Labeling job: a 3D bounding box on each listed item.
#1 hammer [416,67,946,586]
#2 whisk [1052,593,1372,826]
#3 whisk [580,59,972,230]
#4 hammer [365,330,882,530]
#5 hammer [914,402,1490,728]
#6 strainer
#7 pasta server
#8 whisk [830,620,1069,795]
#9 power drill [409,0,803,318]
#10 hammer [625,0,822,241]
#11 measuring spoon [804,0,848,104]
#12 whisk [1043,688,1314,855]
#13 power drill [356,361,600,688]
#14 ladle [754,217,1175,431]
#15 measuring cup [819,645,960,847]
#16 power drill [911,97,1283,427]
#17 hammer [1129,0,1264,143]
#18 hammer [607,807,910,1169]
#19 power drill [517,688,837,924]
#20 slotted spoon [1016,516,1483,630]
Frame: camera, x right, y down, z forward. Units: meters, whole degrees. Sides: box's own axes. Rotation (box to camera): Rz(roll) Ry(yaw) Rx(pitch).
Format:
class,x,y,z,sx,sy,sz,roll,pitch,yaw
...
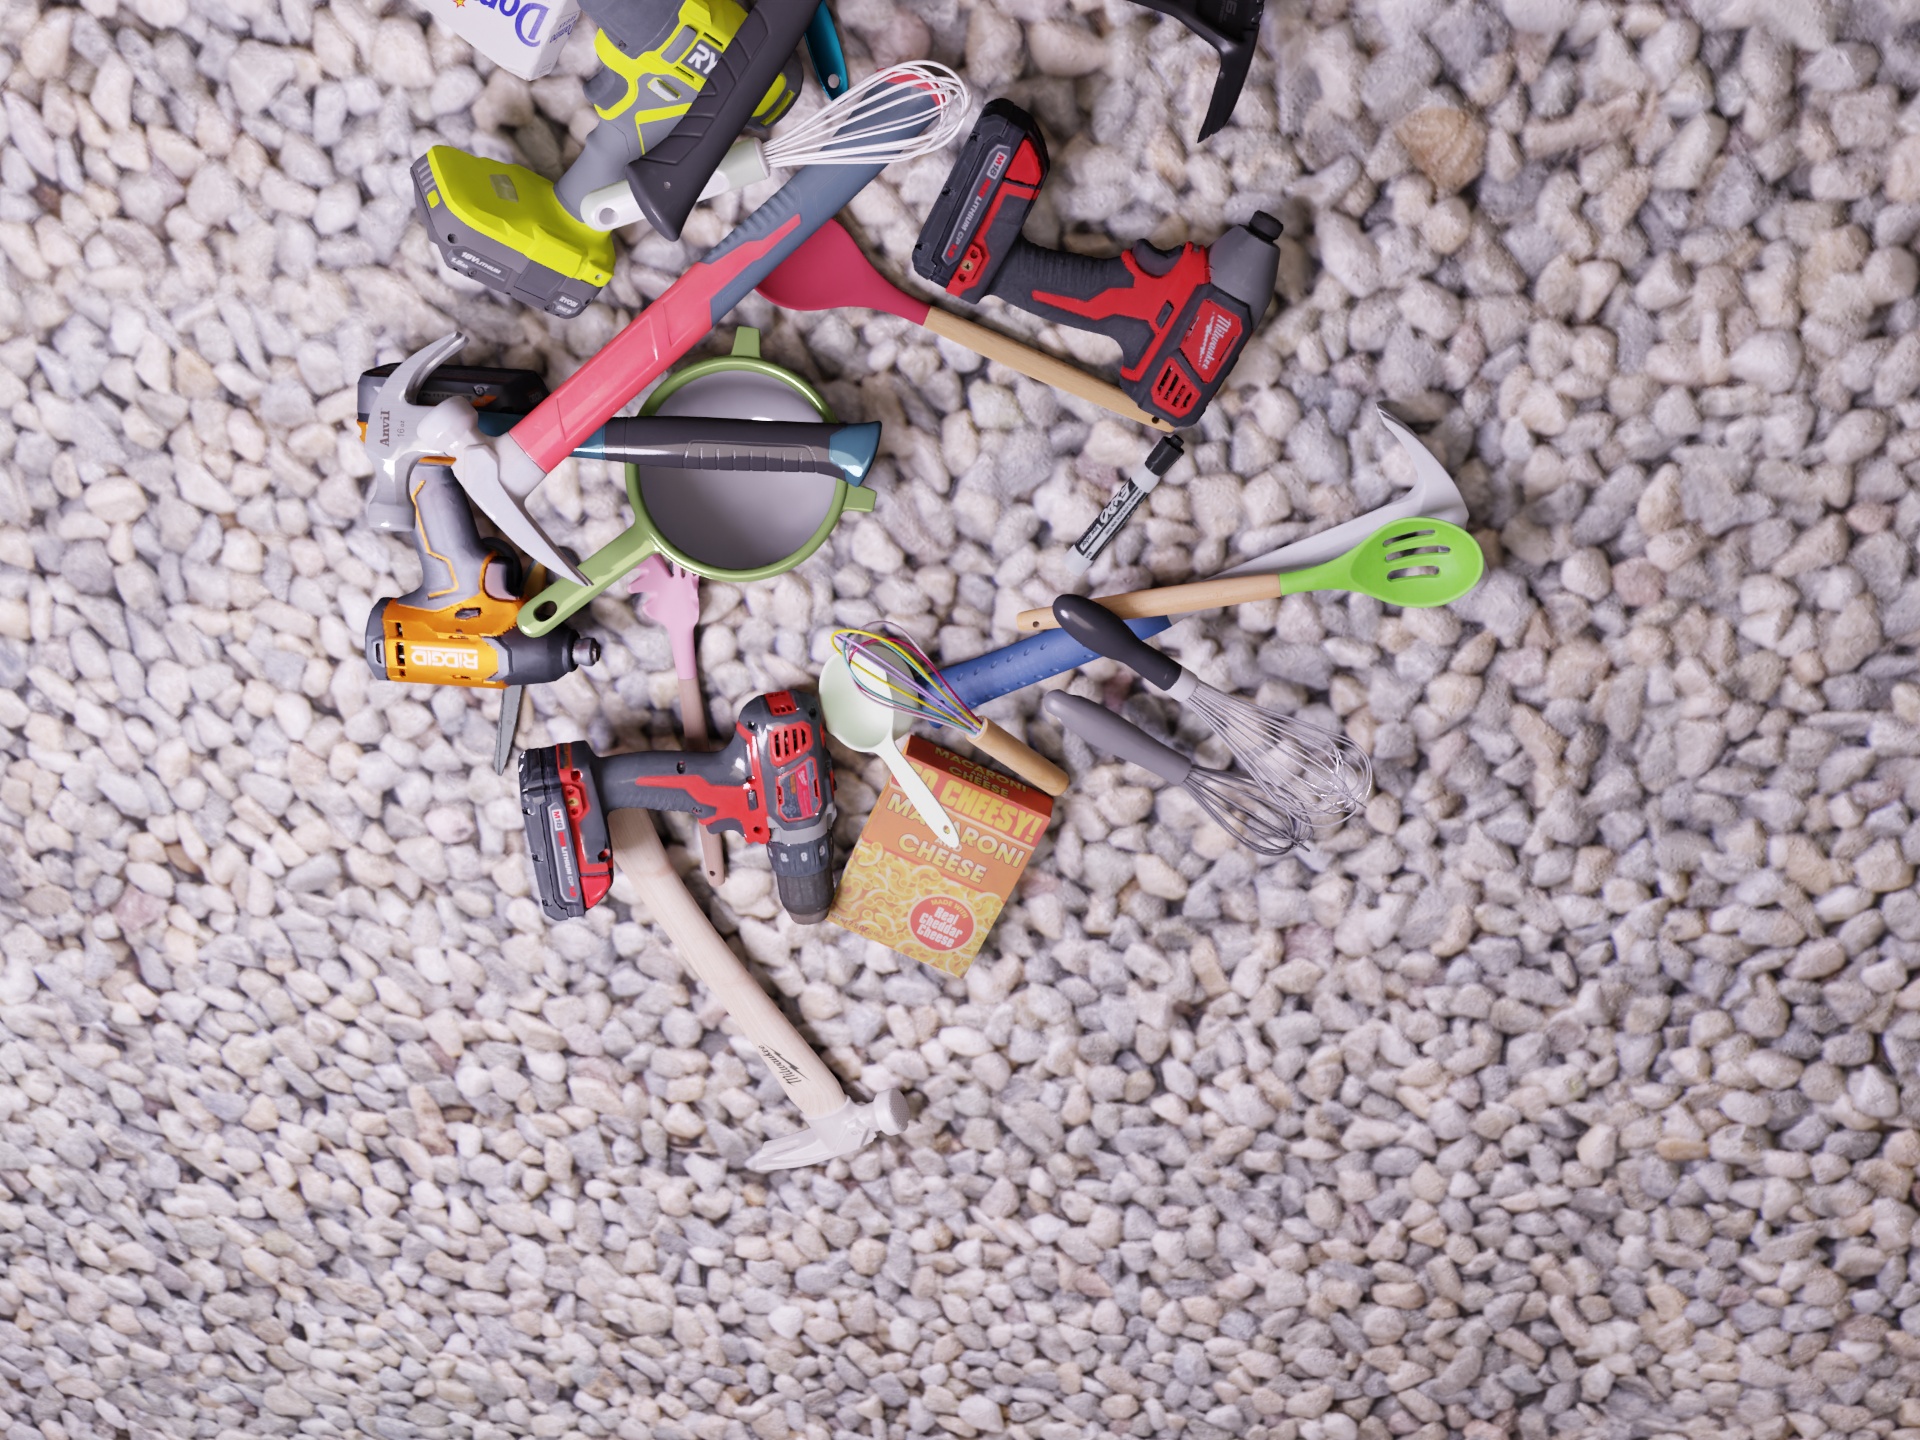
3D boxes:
class,x,y,z,sx,sy,sz,roll,pitch,yaw
hammer,-0.150,-0.256,0.999,0.386,0.038,0.143,-42,97,1
whisk,0.179,-0.011,1.115,0.284,0.070,0.070,32,115,-18
whisk,-0.111,-0.339,0.953,0.246,0.059,0.057,-16,144,5
hammer,-0.217,-0.182,1.038,0.331,0.033,0.128,2,94,-3
hammer,0.153,-0.088,1.125,0.405,0.035,0.144,-21,112,16
strainer,-0.193,-0.139,1.093,0.256,0.069,0.151,-36,95,1
pasta server,-0.207,-0.006,1.204,0.060,0.040,0.316,6,118,17
whisk,0.000,-0.003,1.134,0.047,0.051,0.244,-35,132,24
power drill,-0.226,-0.363,0.970,0.223,0.171,0.080,-39,61,24
hammer,-0.083,-0.420,0.909,0.146,0.035,0.335,33,88,-18
measuring spoon,-0.097,-0.448,0.989,0.042,0.021,0.128,-28,123,-14
whisk,0.162,0.038,1.167,0.238,0.055,0.055,29,116,-15
power drill,-0.338,-0.130,1.122,0.164,0.084,0.226,5,111,3
ladle,0.002,-0.261,1.063,0.315,0.031,0.069,23,120,-7
measuring cup,-0.040,0.018,1.158,0.168,0.038,0.083,55,132,12
power drill,0.091,-0.295,1.010,0.219,0.079,0.143,27,116,-10
hammer,0.016,-0.436,0.899,0.336,0.034,0.127,11,94,-17
hammer,-0.203,0.206,1.297,0.146,0.038,0.410,-23,114,20
power drill,-0.201,0.084,1.184,0.226,0.080,0.187,-11,115,-12
slotted spoon,0.192,-0.091,1.084,0.314,0.031,0.070,-8,123,12
